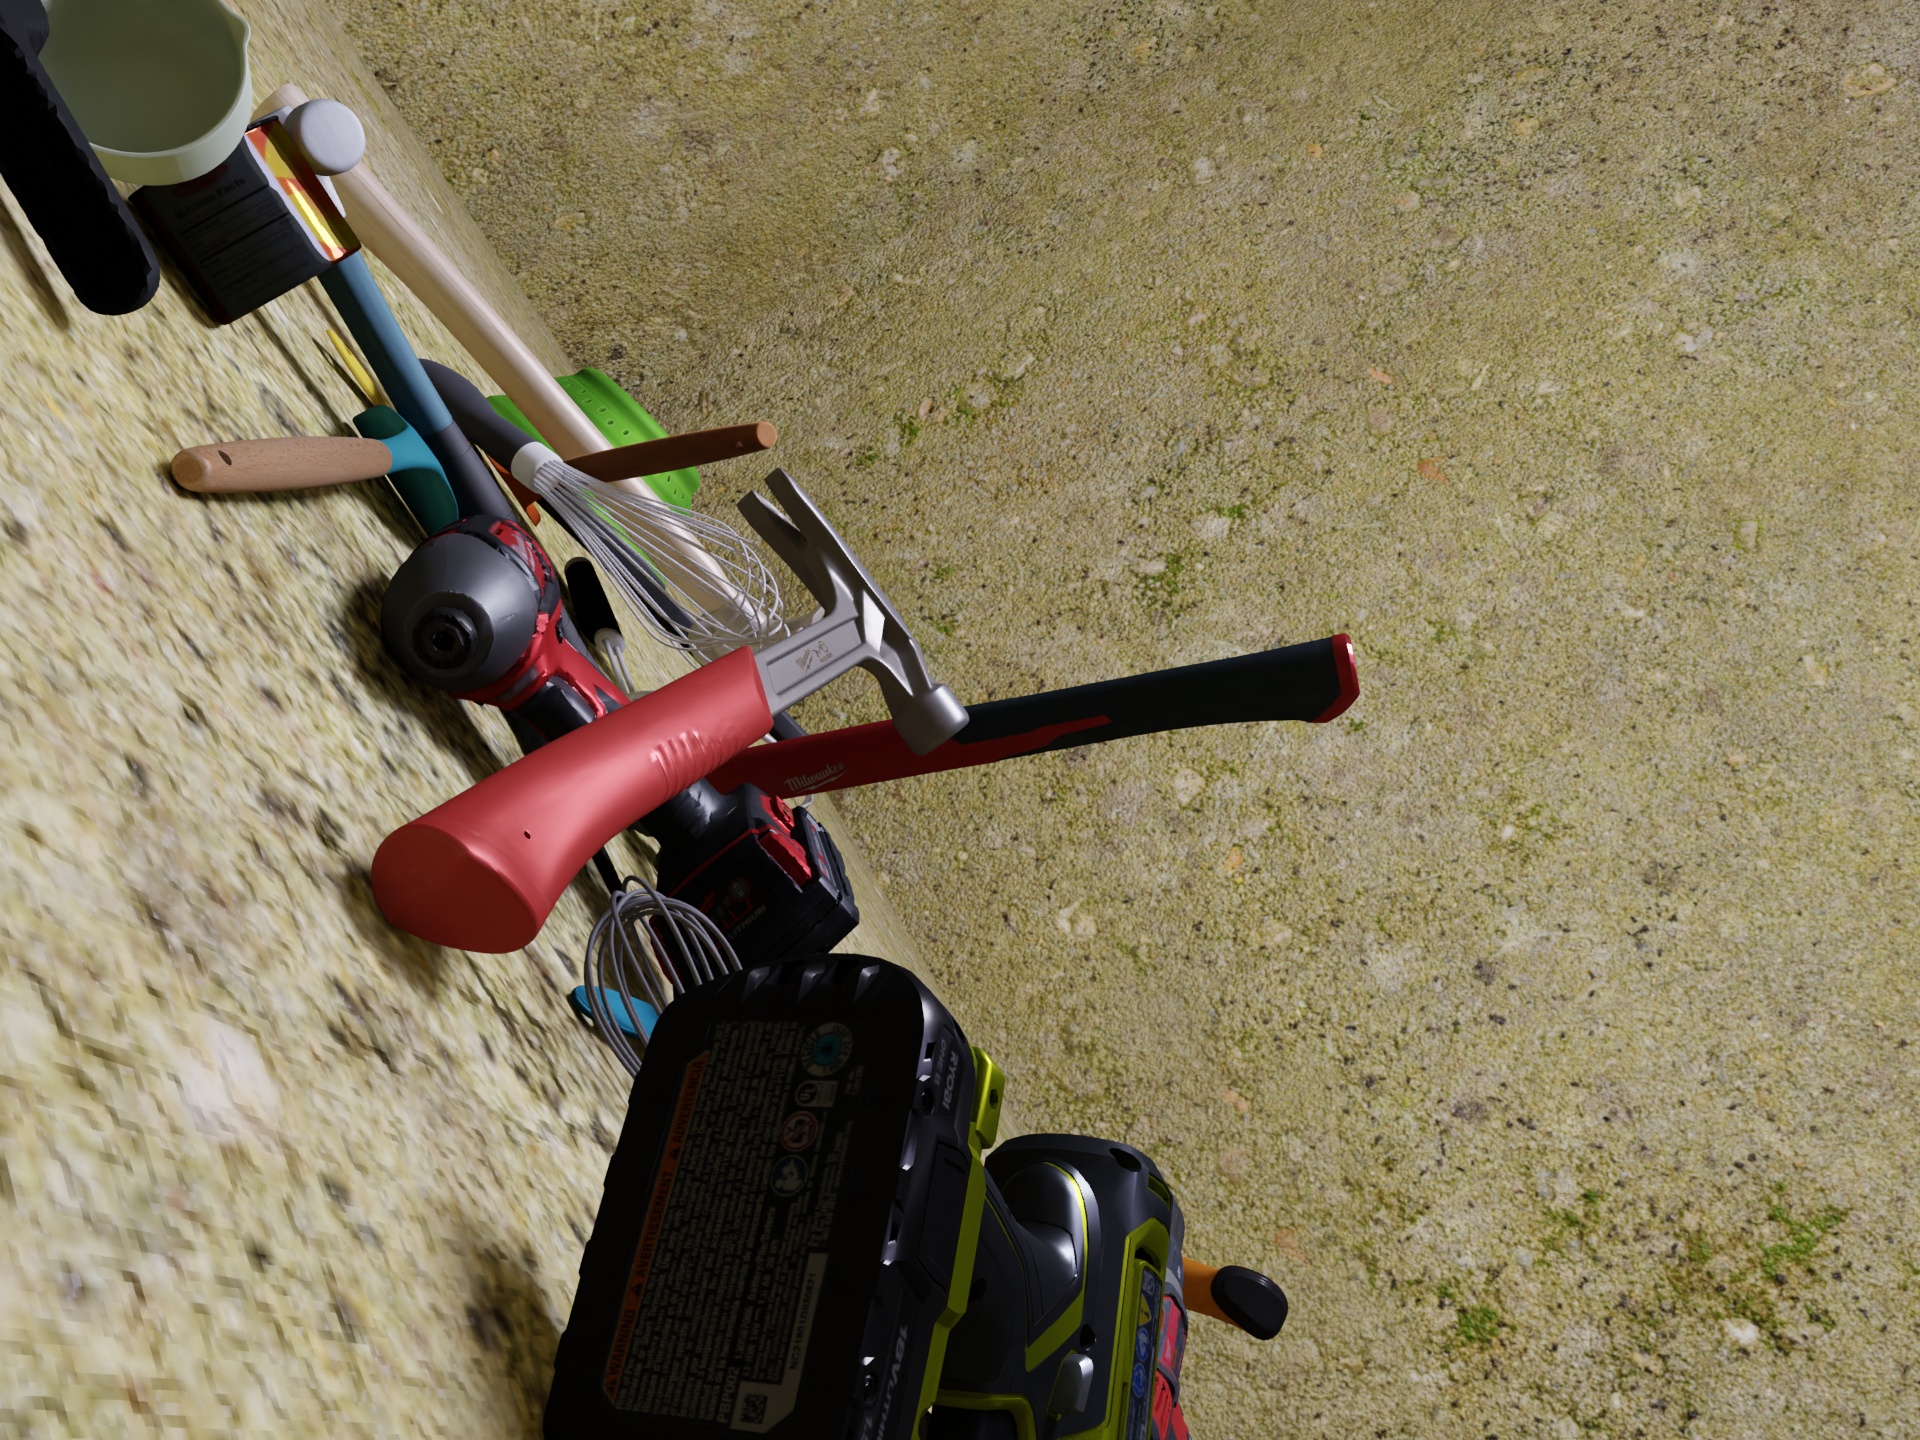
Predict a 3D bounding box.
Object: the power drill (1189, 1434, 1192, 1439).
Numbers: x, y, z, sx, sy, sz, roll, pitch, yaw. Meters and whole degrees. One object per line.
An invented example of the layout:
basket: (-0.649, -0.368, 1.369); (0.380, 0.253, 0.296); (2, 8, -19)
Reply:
power drill: (0.044, 0.356, 0.919); (0.223, 0.080, 0.171); (57, 0, -41)

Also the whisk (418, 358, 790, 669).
whisk: (-0.194, -0.111, 0.806); (0.285, 0.070, 0.070); (36, -12, 22)

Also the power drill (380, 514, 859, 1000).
power drill: (-0.141, 0.015, 0.638); (0.219, 0.078, 0.143); (50, 1, -16)

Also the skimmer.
skimmer: (-0.195, -0.041, 1.040); (0.127, 0.090, 0.364); (48, 4, -38)

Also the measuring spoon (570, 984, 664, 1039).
measuring spoon: (-0.118, 0.125, 0.612); (0.042, 0.021, 0.128); (53, 4, 30)

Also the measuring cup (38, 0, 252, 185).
measuring cup: (-0.315, -0.272, 0.575); (0.167, 0.083, 0.038); (65, -18, 1)

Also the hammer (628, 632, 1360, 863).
hammer: (-0.001, -0.003, 0.790); (0.038, 0.386, 0.143); (-86, 159, -45)

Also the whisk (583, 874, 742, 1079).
whisk: (-0.068, 0.163, 0.560); (0.055, 0.055, 0.239); (-148, -147, -84)

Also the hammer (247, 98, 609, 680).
hammer: (-0.250, -0.130, 0.773); (0.128, 0.033, 0.330); (13, -45, 46)

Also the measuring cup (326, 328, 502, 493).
measuring cup: (-0.299, -0.167, 0.882); (0.062, 0.029, 0.156); (57, -6, 30)

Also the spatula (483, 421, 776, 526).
spatula: (-0.192, -0.141, 0.857); (0.323, 0.041, 0.081); (2, -49, 48)

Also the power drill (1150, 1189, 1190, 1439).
power drill: (0.111, 0.367, 0.811); (0.188, 0.080, 0.226); (-54, 125, -67)

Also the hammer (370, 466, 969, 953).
hammer: (-0.098, -0.010, 0.590); (0.149, 0.036, 0.359); (52, 23, -1)

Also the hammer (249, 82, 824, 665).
hammer: (-0.240, -0.188, 0.916); (0.410, 0.038, 0.146); (49, -24, -19)

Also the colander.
colander: (-0.194, -0.116, 1.115); (0.396, 0.094, 0.205); (47, -6, -20)

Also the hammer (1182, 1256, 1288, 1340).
hammer: (0.100, 0.350, 1.016); (0.127, 0.034, 0.337); (43, -23, -14)

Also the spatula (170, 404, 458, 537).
spatula: (-0.249, -0.097, 0.633); (0.082, 0.044, 0.317); (59, 2, -10)

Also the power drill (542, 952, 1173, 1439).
power drill: (-0.006, 0.181, 0.421); (0.228, 0.080, 0.191); (55, 38, -48)
